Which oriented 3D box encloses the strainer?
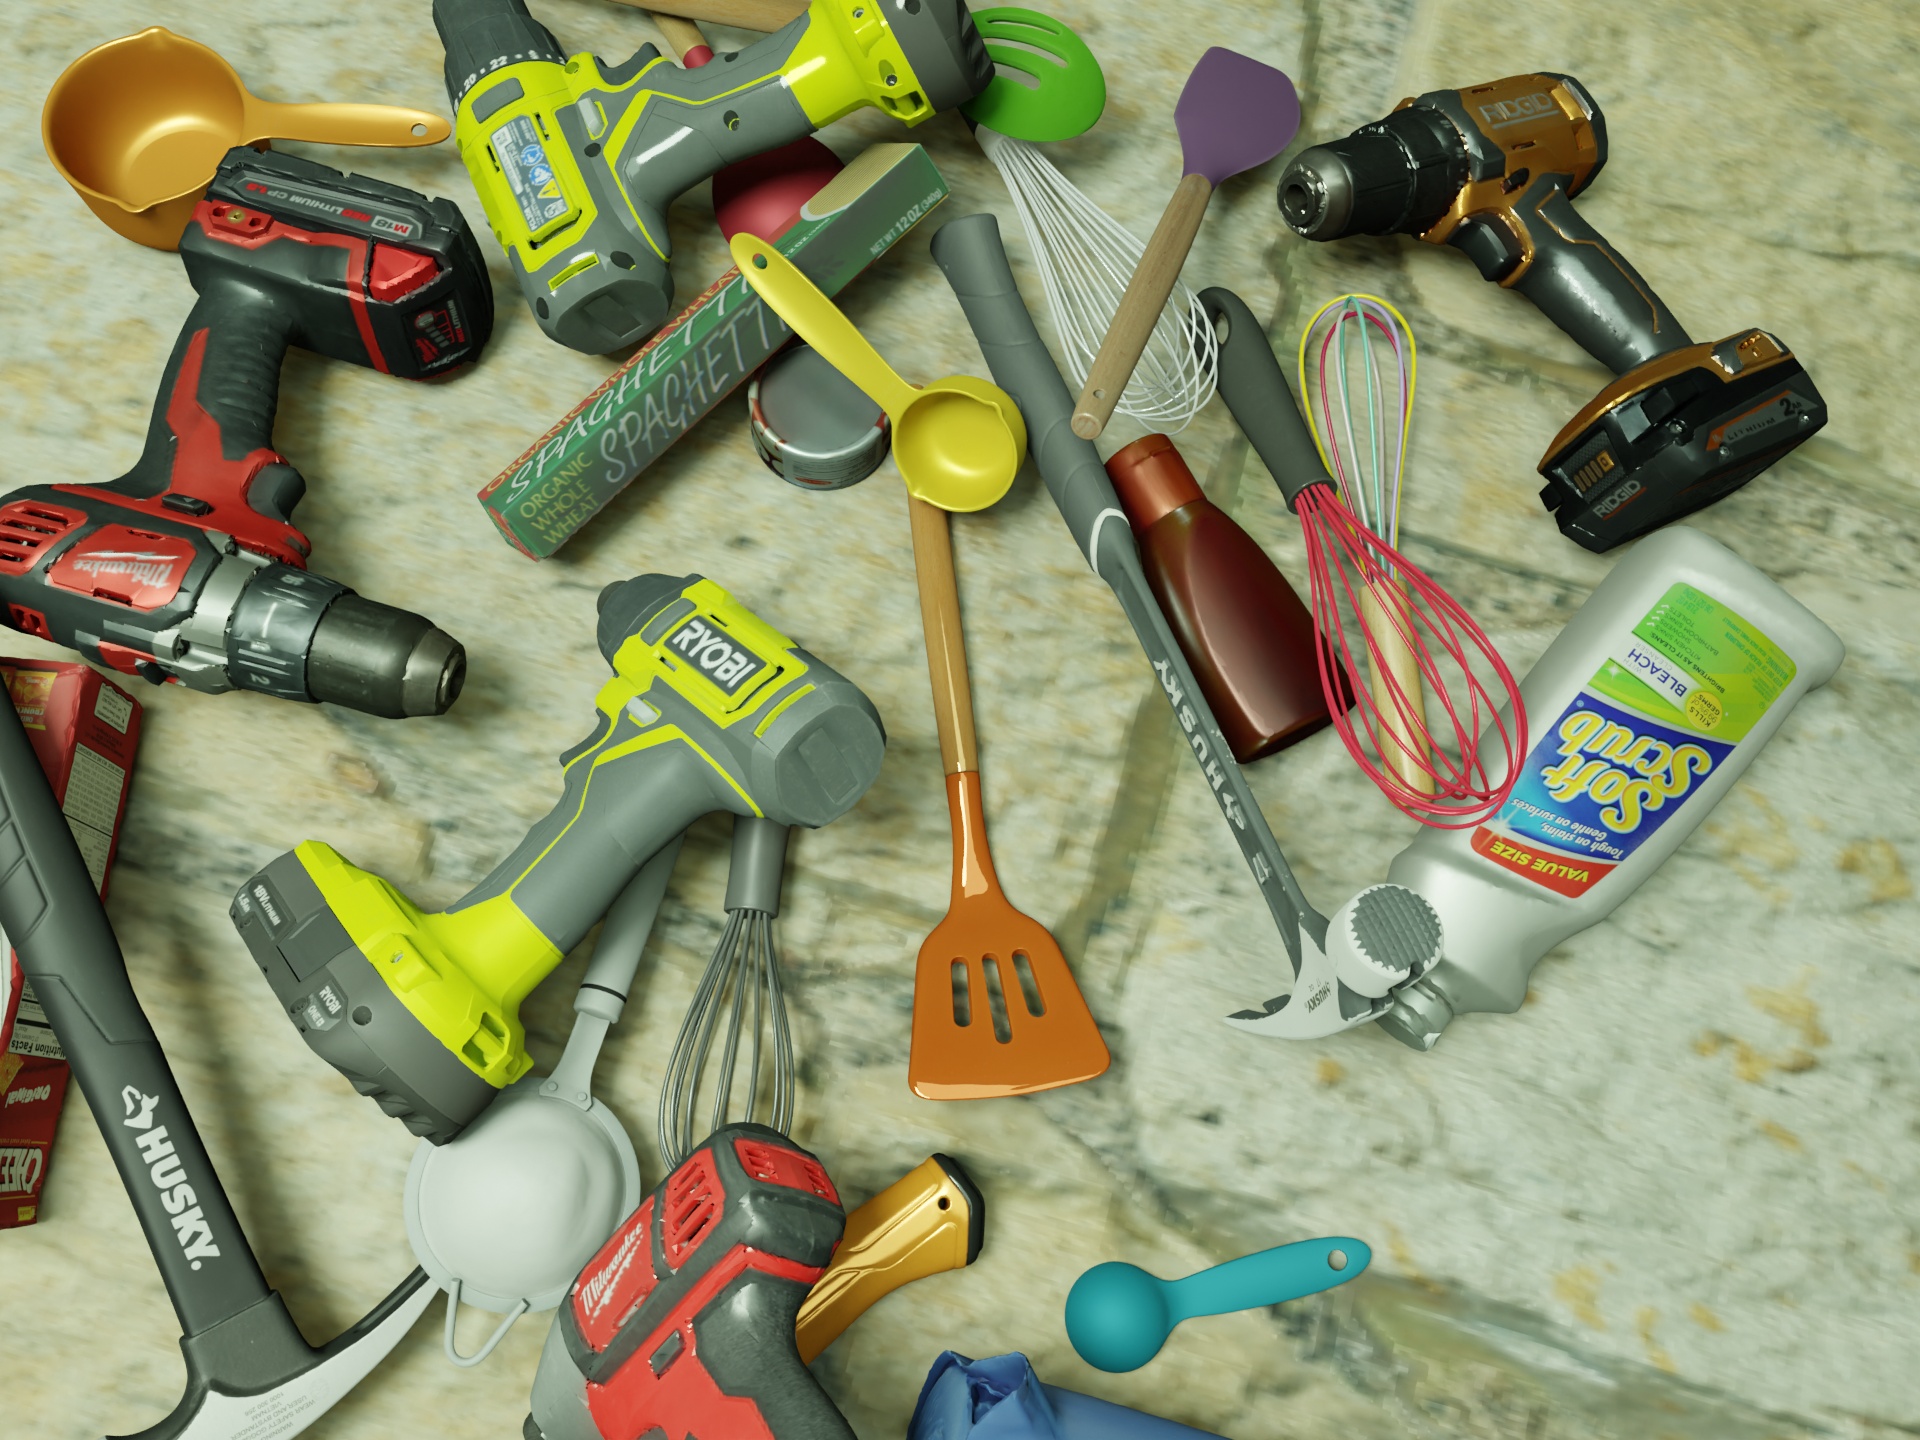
[{"bbox_3d":[-0.145,0.118,0.622,0.086,0.050,0.259,22,62,-13],"label":"strainer"}]

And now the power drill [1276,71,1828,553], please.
[{"bbox_3d":[0.259,-0.190,0.717,0.185,0.084,0.226,-22,74,-29],"label":"power drill"}]

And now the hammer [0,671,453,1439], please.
[{"bbox_3d":[-0.306,0.104,0.574,0.146,0.035,0.335,-24,90,-31],"label":"hammer"}]

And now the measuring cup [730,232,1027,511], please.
[{"bbox_3d":[-0.034,-0.155,0.682,0.156,0.062,0.029,43,38,-6],"label":"measuring cup"}]

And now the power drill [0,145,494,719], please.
[{"bbox_3d":[-0.267,-0.111,0.655,0.188,0.080,0.227,16,66,1],"label":"power drill"}]

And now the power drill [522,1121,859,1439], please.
[{"bbox_3d":[-0.072,0.249,0.498,0.143,0.078,0.220,-48,41,10],"label":"power drill"}]

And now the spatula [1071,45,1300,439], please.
[{"bbox_3d":[0.101,-0.223,0.709,0.060,0.018,0.316,23,51,2],"label":"spatula"}]

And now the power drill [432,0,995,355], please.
[{"bbox_3d":[-0.119,-0.293,0.695,0.228,0.080,0.191,-27,76,10],"label":"power drill"}]

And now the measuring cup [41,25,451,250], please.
[{"bbox_3d":[-0.317,-0.258,0.725,0.173,0.052,0.095,-1,74,-7],"label":"measuring cup"}]

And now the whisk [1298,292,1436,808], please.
[{"bbox_3d":[0.192,-0.082,0.719,0.047,0.051,0.245,-2,77,-11],"label":"whisk"}]

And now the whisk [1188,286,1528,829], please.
[{"bbox_3d":[0.160,-0.082,0.685,0.073,0.073,0.296,-15,59,-9],"label":"whisk"}]

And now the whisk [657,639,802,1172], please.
[{"bbox_3d":[-0.085,0.077,0.650,0.055,0.055,0.239,6,70,-3],"label":"whisk"}]

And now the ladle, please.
[{"bbox_3d":[-0.139,-0.343,0.777,0.069,0.031,0.315,-28,76,-12],"label":"ladle"}]

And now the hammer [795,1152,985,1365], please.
[{"bbox_3d":[-0.134,0.272,0.596,0.337,0.034,0.127,-36,81,-13],"label":"hammer"}]

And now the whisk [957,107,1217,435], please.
[{"bbox_3d":[0.036,-0.252,0.748,0.070,0.070,0.285,-26,73,-11],"label":"whisk"}]

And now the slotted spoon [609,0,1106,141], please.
[{"bbox_3d":[-0.084,-0.328,0.743,0.314,0.031,0.070,15,70,8],"label":"slotted spoon"}]

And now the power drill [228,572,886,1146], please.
[{"bbox_3d":[-0.158,0.037,0.619,0.223,0.080,0.171,-43,45,-14],"label":"power drill"}]

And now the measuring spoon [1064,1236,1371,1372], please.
[{"bbox_3d":[0.105,0.227,0.632,0.128,0.021,0.042,-12,76,-7],"label":"measuring spoon"}]

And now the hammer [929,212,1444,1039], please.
[{"bbox_3d":[0.072,-0.056,0.674,0.036,0.149,0.409,-16,67,-15],"label":"hammer"}]

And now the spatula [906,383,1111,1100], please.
[{"bbox_3d":[-0.001,-0.002,0.681,0.081,0.041,0.323,-6,74,-5],"label":"spatula"}]
